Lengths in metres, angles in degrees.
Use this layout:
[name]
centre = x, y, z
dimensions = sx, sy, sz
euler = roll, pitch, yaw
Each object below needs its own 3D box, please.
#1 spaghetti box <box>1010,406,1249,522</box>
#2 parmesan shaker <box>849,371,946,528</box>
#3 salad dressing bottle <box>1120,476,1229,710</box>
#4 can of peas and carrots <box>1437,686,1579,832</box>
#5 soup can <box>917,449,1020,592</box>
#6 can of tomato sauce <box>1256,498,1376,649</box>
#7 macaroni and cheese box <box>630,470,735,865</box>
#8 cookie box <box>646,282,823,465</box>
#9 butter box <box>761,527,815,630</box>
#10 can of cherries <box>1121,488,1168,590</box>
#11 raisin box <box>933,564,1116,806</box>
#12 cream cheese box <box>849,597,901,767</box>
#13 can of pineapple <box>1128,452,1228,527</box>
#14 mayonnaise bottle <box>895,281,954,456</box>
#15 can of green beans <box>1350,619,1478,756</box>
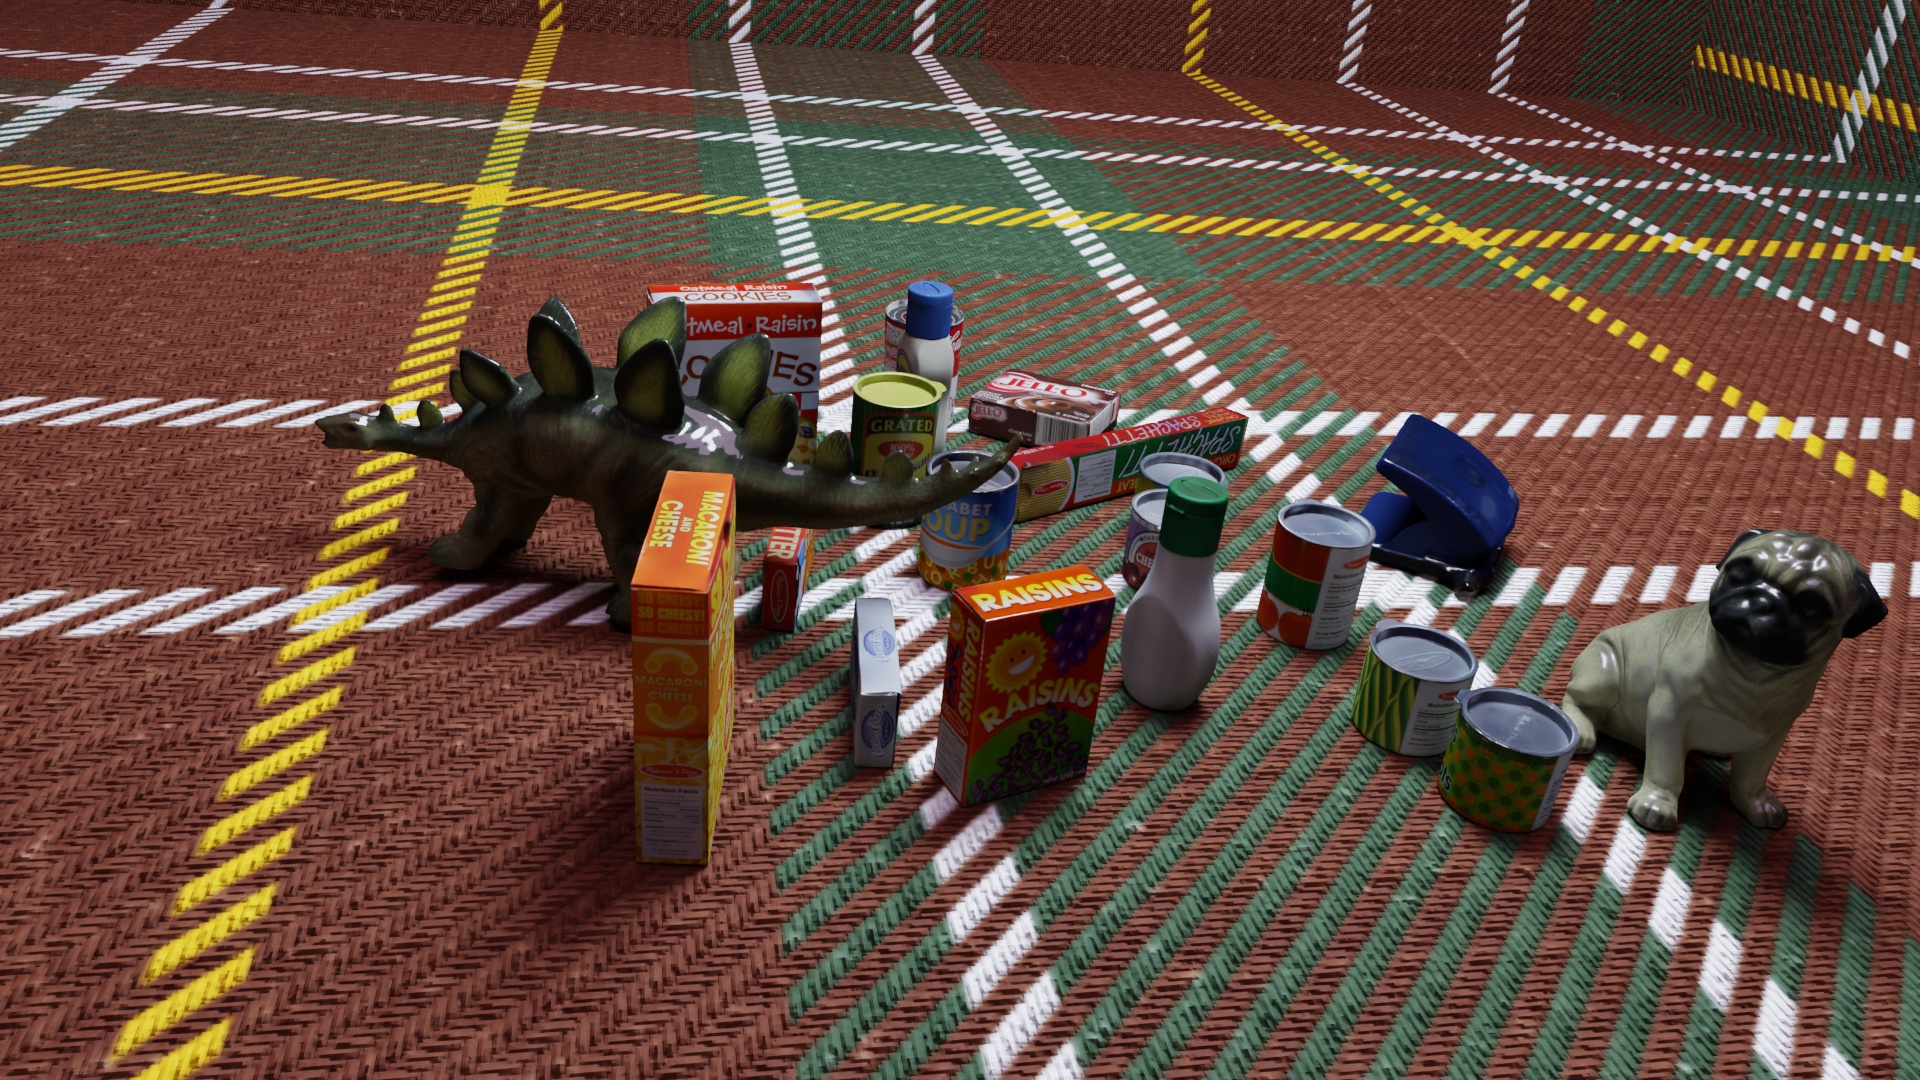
[spaghetti box]
centre = 0.137, -0.065, 1.142
dimensions = 0.251, 0.050, 0.029
euler = -14, 34, -33
[parmesan shaker]
centre = -0.049, -0.068, 1.054
dimensions = 0.071, 0.102, 0.071
euler = 5, 28, -3
[salad dressing bottle]
centre = 0.135, 0.033, 0.858
dimensions = 0.044, 0.147, 0.064
euler = -19, 37, -39
[can of peas and carrots]
centre = 0.318, 0.127, 0.815
dimensions = 0.071, 0.058, 0.071
euler = 5, 28, -3
[soup can]
centre = 0.004, -0.012, 0.983
dimensions = 0.071, 0.083, 0.072
euler = 5, 28, -3
[can of tomato sauce]
centre = 0.245, 0.023, 0.966
dimensions = 0.071, 0.082, 0.071
euler = 5, 28, -3
[macaroni and cheese box]
centre = -0.142, 0.064, 0.726
dimensions = 0.040, 0.165, 0.124
euler = 4, 28, -5
[cookie box]
centre = -0.169, -0.106, 1.033
dimensions = 0.123, 0.166, 0.040
euler = -4, 30, -19
[butter box]
centre = -0.116, 0.013, 0.945
dimensions = 0.024, 0.052, 0.104
euler = 6, 28, -1
[can of cherries]
centre = 0.152, 0.003, 1.010
dimensions = 0.071, 0.058, 0.072
euler = 5, 28, -3
[raisin box]
centre = 0.035, 0.080, 0.777
dimensions = 0.086, 0.122, 0.040
euler = -9, 32, -26
[cream cheese box]
centre = -0.052, 0.083, 0.828
dimensions = 0.024, 0.053, 0.104
euler = 2, 29, -8
[can of pineapple]
centre = 0.167, -0.028, 1.071
dimensions = 0.071, 0.057, 0.071
euler = 5, 28, -3
[mayonnaise bottle]
centre = -0.031, -0.136, 1.137
dimensions = 0.041, 0.147, 0.065
euler = -7, 31, -22
[can of green beans]
centre = 0.284, 0.093, 0.872
dimensions = 0.071, 0.057, 0.071
euler = 5, 28, -3
